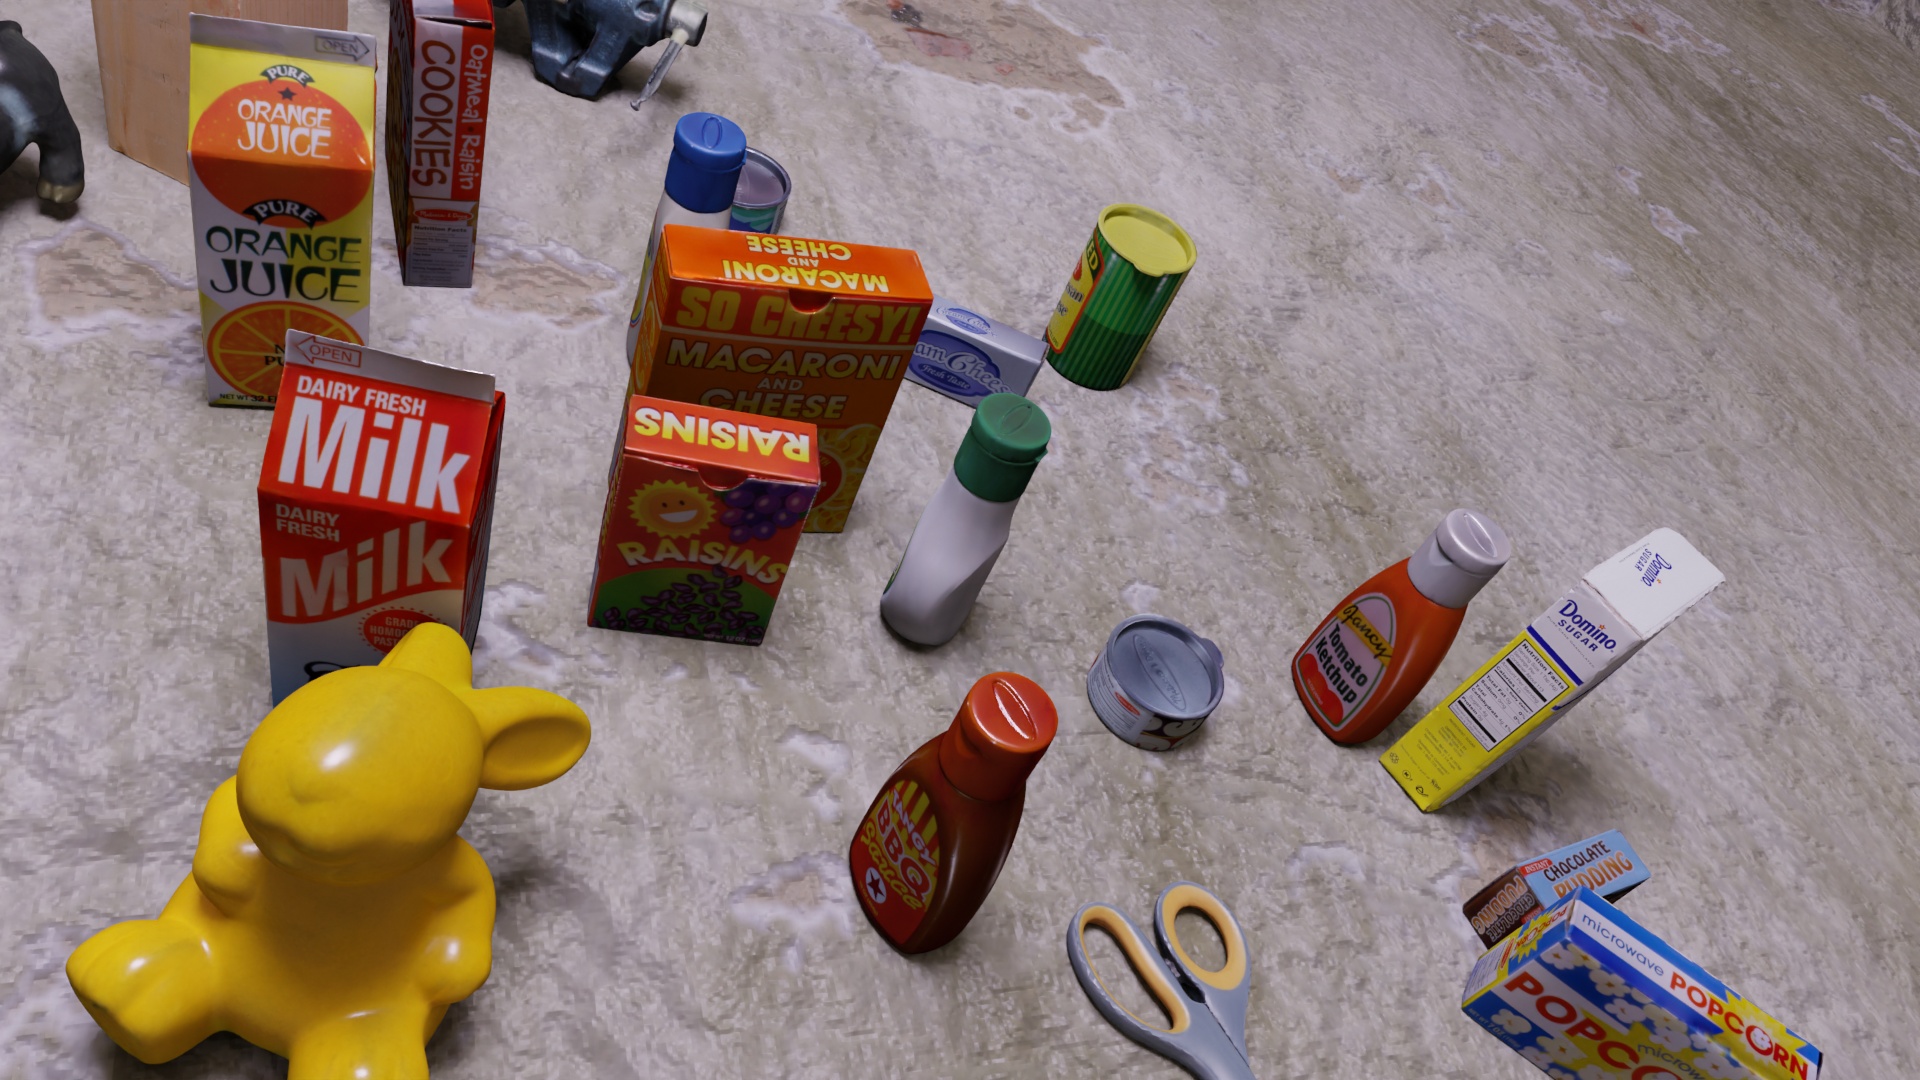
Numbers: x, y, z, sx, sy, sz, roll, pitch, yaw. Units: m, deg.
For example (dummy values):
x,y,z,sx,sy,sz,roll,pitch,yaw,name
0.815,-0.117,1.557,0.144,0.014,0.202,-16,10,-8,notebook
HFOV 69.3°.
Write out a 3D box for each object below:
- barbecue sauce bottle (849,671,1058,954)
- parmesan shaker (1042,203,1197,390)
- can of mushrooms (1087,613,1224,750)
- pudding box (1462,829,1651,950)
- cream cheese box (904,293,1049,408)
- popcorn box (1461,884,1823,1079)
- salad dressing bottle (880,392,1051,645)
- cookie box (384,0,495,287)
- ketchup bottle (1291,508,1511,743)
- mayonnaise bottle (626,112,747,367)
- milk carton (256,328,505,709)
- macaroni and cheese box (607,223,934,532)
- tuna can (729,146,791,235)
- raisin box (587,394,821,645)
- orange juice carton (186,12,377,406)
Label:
x,y,z,sx,sy,sz,roll,pitch,yaw,name
-0.003,0.110,0.568,0.044,0.147,0.065,-13,56,-33,barbecue sauce bottle
0.099,-0.153,0.888,0.071,0.102,0.072,13,46,-14,parmesan shaker
0.104,0.074,0.731,0.071,0.033,0.071,13,46,-13,can of mushrooms
0.307,0.180,0.715,0.084,0.049,0.030,-8,54,-30,pudding box
-0.004,-0.115,0.842,0.104,0.053,0.024,23,44,-3,cream cheese box
0.314,0.228,0.649,0.127,0.084,0.038,36,45,9,popcorn box
0.002,-0.009,0.680,0.044,0.146,0.064,36,45,9,salad dressing bottle
-0.283,-0.241,0.750,0.040,0.166,0.123,-2,51,-26,cookie box
0.233,0.044,0.736,0.043,0.148,0.065,-3,51,-27,ketchup bottle
-0.149,-0.159,0.749,0.041,0.147,0.065,11,46,-15,mayonnaise bottle
-0.224,-0.003,0.542,0.072,0.189,0.074,11,46,-15,milk carton
-0.097,-0.071,0.679,0.124,0.165,0.040,1,50,-24,macaroni and cheese box
-0.147,-0.222,0.891,0.071,0.032,0.071,13,46,-13,tuna can
-0.120,-0.006,0.639,0.086,0.122,0.040,9,47,-17,raisin box
-0.309,-0.152,0.638,0.072,0.191,0.073,1,50,-24,orange juice carton
